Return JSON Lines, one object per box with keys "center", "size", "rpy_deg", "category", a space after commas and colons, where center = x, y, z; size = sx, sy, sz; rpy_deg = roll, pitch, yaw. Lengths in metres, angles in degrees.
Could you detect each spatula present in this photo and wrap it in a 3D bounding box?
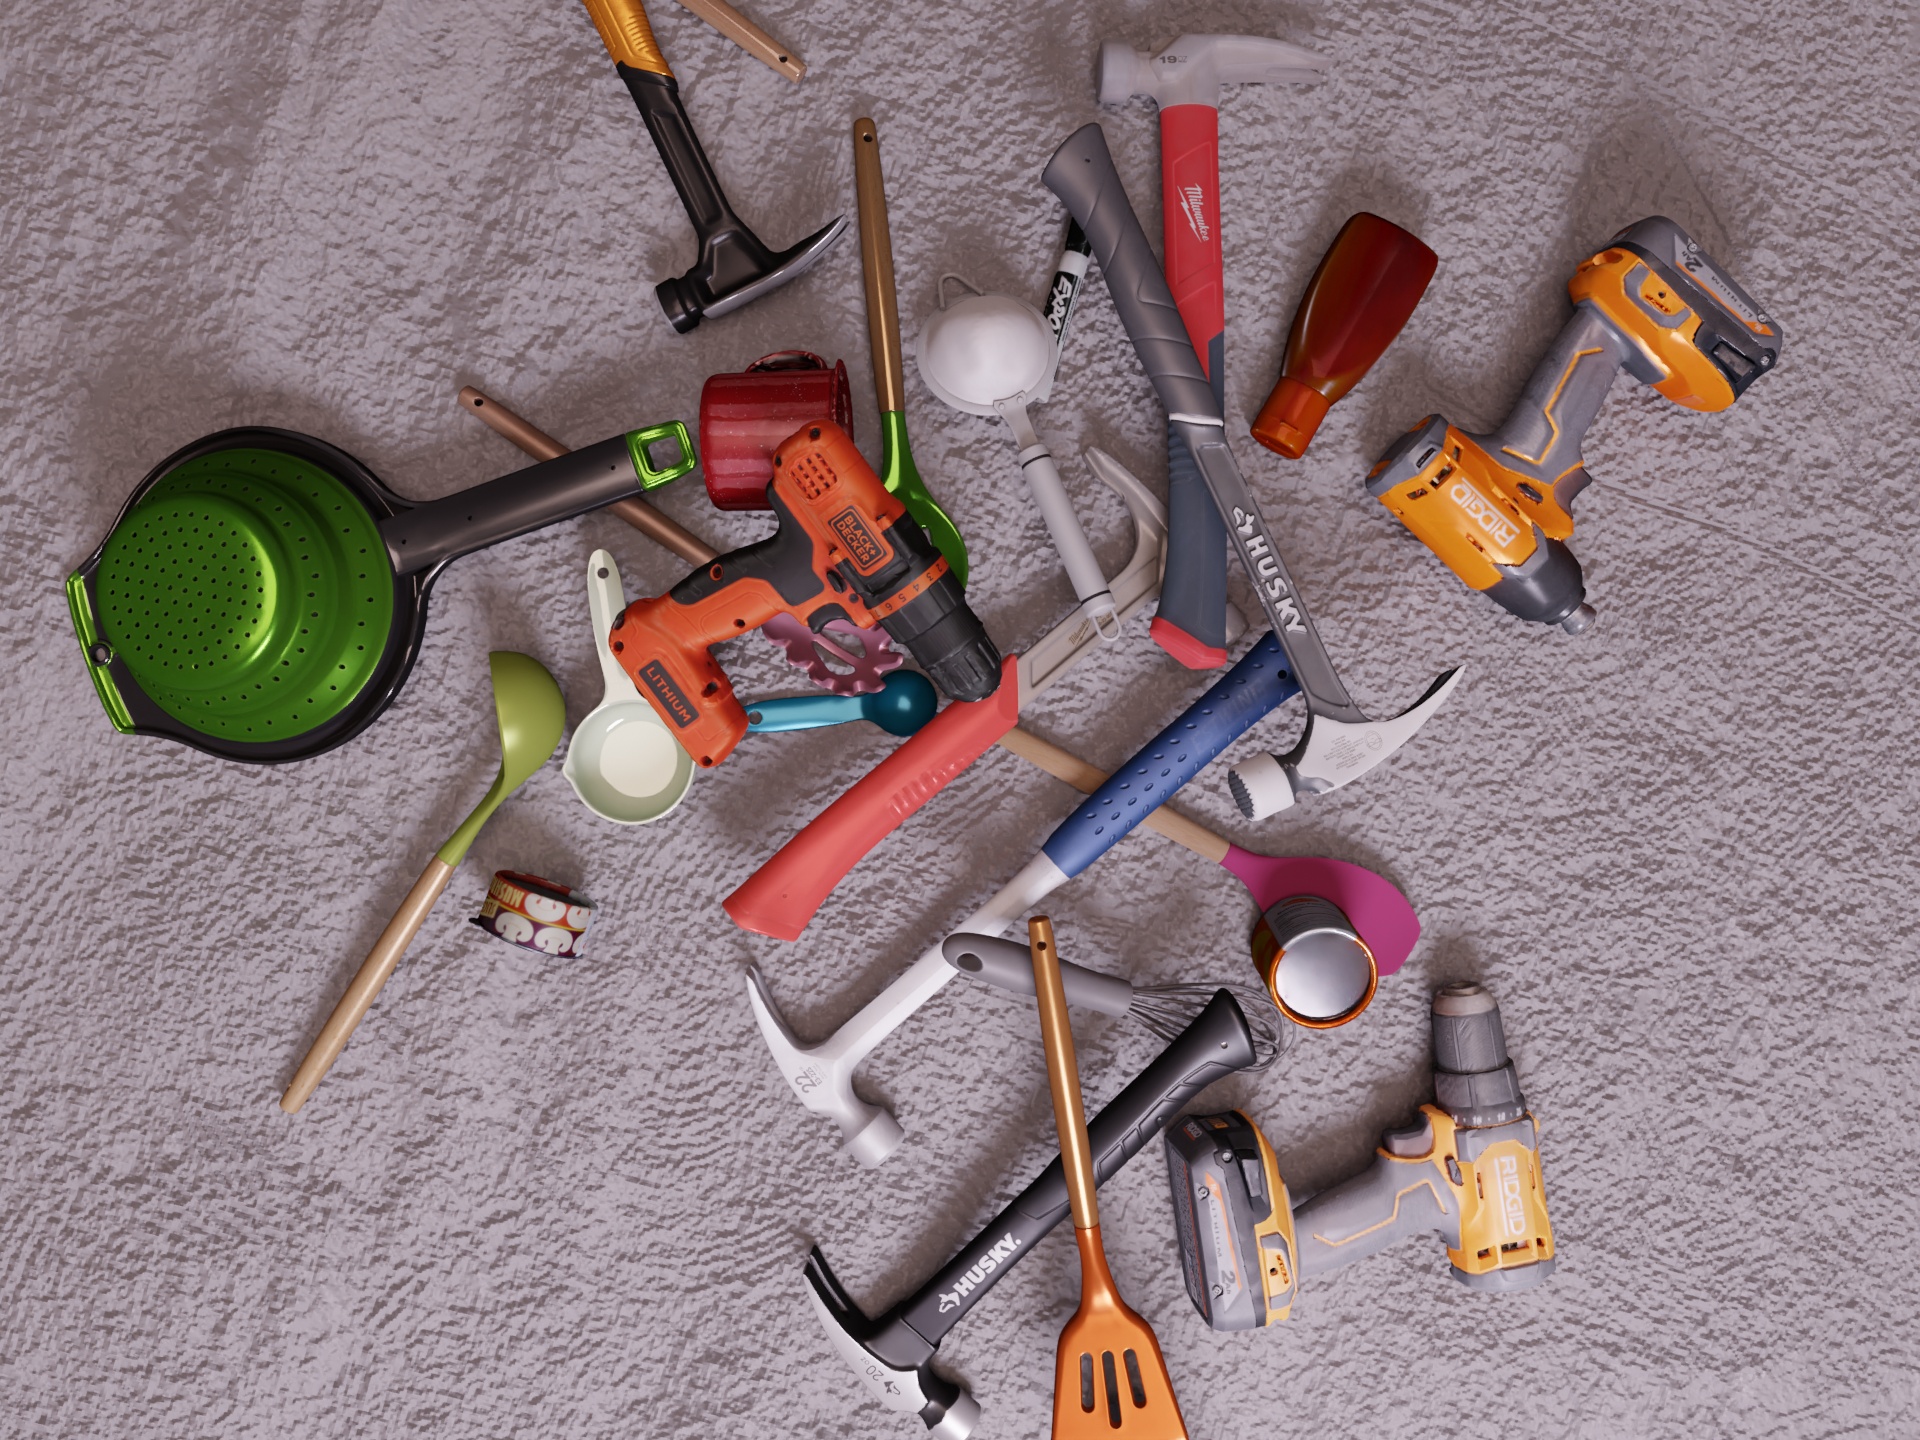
{"center": [0.069, 0.269, 0.909], "size": [0.081, 0.041, 0.322], "rpy_deg": [-8, 100, 8], "category": "spatula"}
{"center": [-0.223, -0.490, 0.972], "size": [0.316, 0.018, 0.060], "rpy_deg": [37, 90, -1], "category": "spatula"}

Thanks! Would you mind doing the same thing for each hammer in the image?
{"center": [-0.191, -0.411, 0.951], "size": [0.127, 0.034, 0.337], "rpy_deg": [-26, 94, 8], "category": "hammer"}
{"center": [-0.002, -0.003, 0.958], "size": [0.359, 0.036, 0.149], "rpy_deg": [-40, 91, -8], "category": "hammer"}
{"center": [0.049, 0.283, 0.952], "size": [0.146, 0.035, 0.334], "rpy_deg": [42, 102, -3], "category": "hammer"}
{"center": [0.156, -0.224, 0.959], "size": [0.143, 0.038, 0.386], "rpy_deg": [0, 84, -3], "category": "hammer"}
{"center": [0.149, -0.157, 0.915], "size": [0.149, 0.036, 0.409], "rpy_deg": [-23, 86, -8], "category": "hammer"}
{"center": [0.046, 0.090, 0.967], "size": [0.405, 0.035, 0.144], "rpy_deg": [-42, 93, 3], "category": "hammer"}

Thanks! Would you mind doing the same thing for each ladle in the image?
{"center": [-0.335, 0.100, 0.960], "size": [0.062, 0.078, 0.320], "rpy_deg": [31, 95, -23], "category": "ladle"}

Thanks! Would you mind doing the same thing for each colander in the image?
{"center": [-0.348, -0.100, 0.919], "size": [0.397, 0.094, 0.204], "rpy_deg": [-19, 91, 3], "category": "colander"}

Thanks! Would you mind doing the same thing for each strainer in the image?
{"center": [0.042, -0.165, 0.947], "size": [0.087, 0.050, 0.258], "rpy_deg": [-22, 81, -7], "category": "strainer"}

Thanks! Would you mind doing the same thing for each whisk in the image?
{"center": [0.097, 0.165, 0.951], "size": [0.238, 0.055, 0.055], "rpy_deg": [19, 90, -19], "category": "whisk"}

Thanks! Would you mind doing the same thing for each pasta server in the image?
{"center": [-0.173, -0.113, 0.970], "size": [0.316, 0.040, 0.060], "rpy_deg": [34, 78, -1], "category": "pasta server"}

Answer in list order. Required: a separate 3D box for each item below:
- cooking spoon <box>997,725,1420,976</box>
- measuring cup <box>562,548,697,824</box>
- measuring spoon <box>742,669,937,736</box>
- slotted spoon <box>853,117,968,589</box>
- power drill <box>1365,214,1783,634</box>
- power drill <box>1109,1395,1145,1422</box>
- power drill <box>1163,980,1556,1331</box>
{"center": [0.142, 0.070, 0.994], "size": [0.319, 0.017, 0.068], "rpy_deg": [28, 100, -2], "category": "cooking spoon"}
{"center": [-0.205, -0.020, 0.972], "size": [0.083, 0.038, 0.167], "rpy_deg": [-9, 89, -2], "category": "measuring cup"}
{"center": [-0.078, -0.006, 0.982], "size": [0.128, 0.021, 0.042], "rpy_deg": [-6, 91, -4], "category": "measuring spoon"}
{"center": [-0.042, -0.214, 0.979], "size": [0.070, 0.031, 0.314], "rpy_deg": [-6, 89, -16], "category": "slotted spoon"}
{"center": [0.382, -0.171, 0.970], "size": [0.164, 0.084, 0.226], "rpy_deg": [44, 93, -3], "category": "power drill"}
{"center": [0.159, 0.527, 0.920], "size": [0.080, 0.190, 0.228], "rpy_deg": [-36, 96, 1], "category": "power drill"}
{"center": [0.244, 0.266, 0.972], "size": [0.226, 0.084, 0.185], "rpy_deg": [-8, 91, -6], "category": "power drill"}
